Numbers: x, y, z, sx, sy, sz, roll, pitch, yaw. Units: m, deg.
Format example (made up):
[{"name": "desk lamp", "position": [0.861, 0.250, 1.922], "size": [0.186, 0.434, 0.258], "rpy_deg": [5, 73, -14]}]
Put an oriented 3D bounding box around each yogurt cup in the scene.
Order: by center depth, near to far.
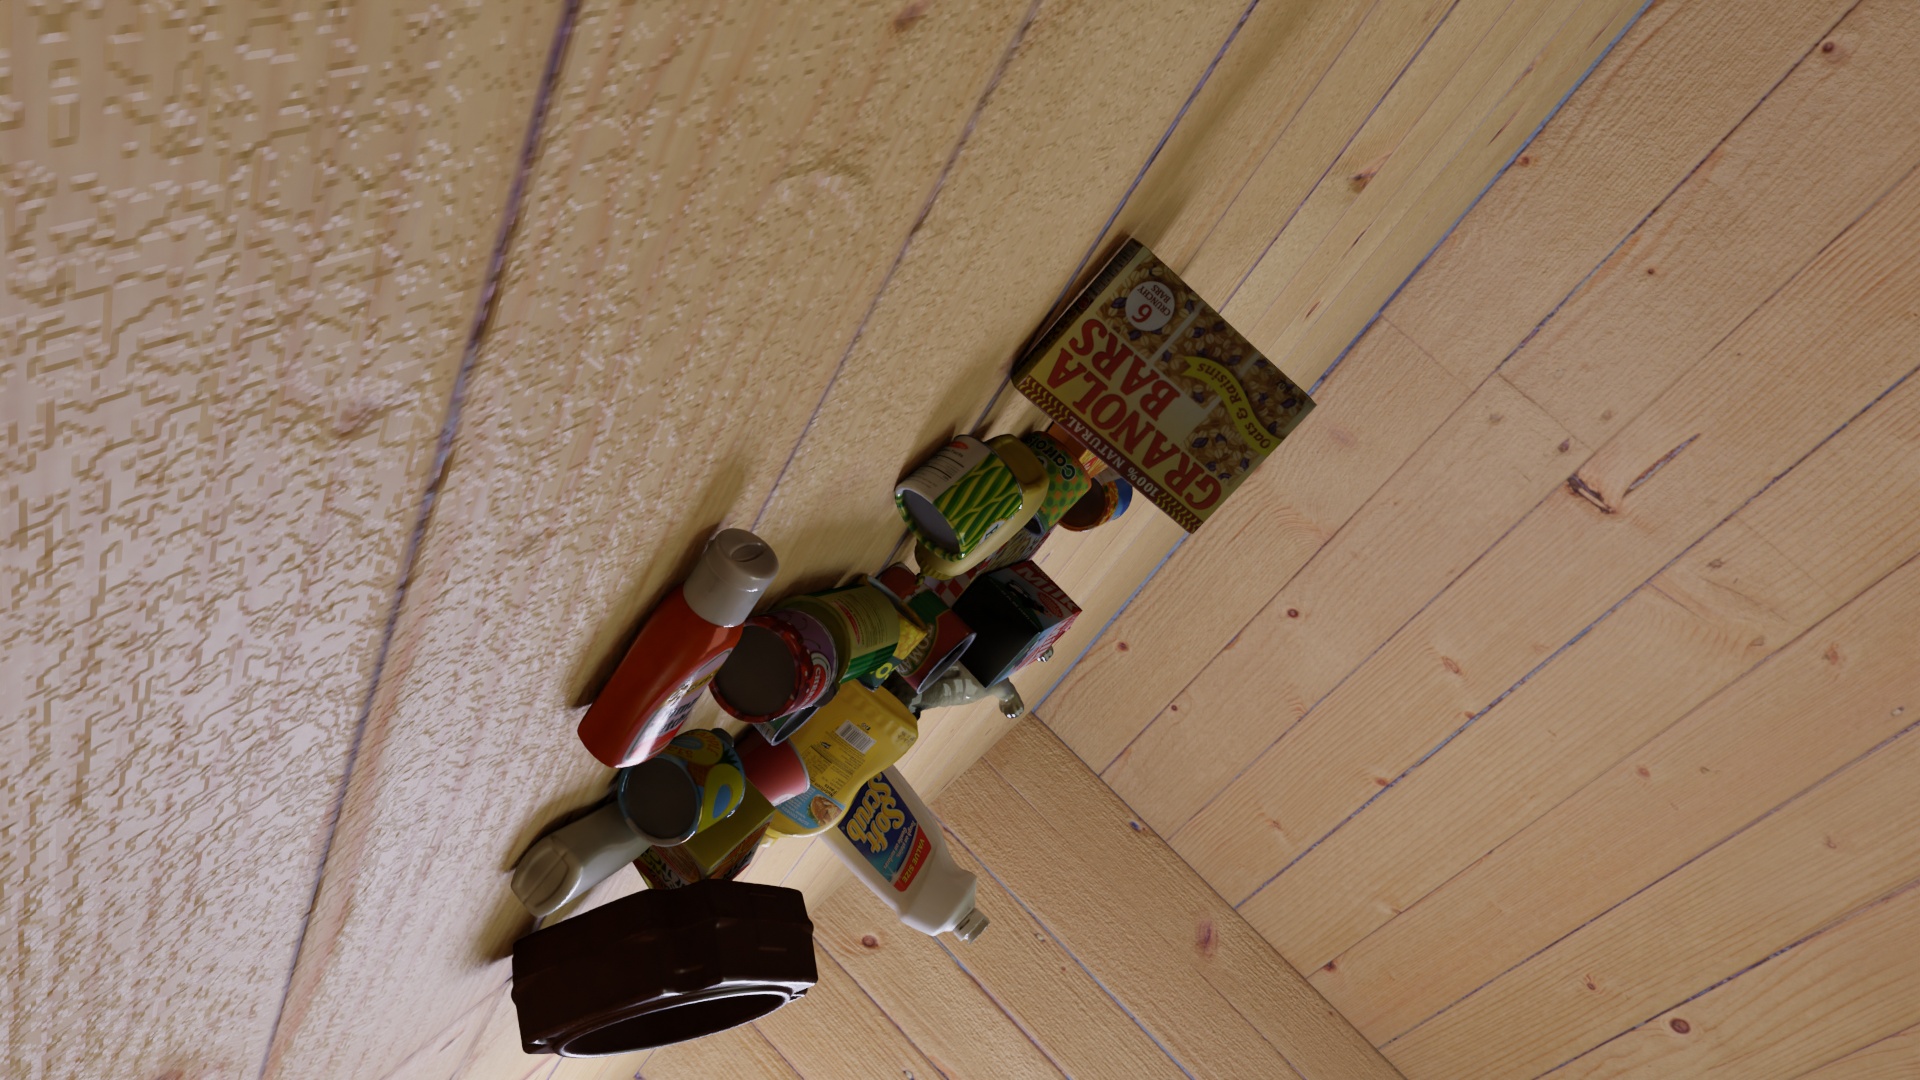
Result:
[{"name": "yogurt cup", "position": [-0.163, 0.188, 1.130], "size": [0.054, 0.072, 0.072], "rpy_deg": [-31, 163, -29]}]

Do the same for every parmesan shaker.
[{"name": "parmesan shaker", "position": [-0.087, 0.069, 0.947], "size": [0.071, 0.071, 0.103], "rpy_deg": [-48, 170, 12]}]

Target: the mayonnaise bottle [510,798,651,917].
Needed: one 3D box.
[{"name": "mayonnaise bottle", "position": [-0.238, 0.203, 0.948], "size": [0.064, 0.041, 0.148], "rpy_deg": [-48, 171, 20]}]

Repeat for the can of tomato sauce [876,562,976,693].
[{"name": "can of tomato sauce", "position": [-0.040, 0.069, 1.099], "size": [0.071, 0.083, 0.071], "rpy_deg": [-44, 169, -10]}]

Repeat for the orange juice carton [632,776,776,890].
[{"name": "orange juice carton", "position": [-0.211, 0.243, 1.117], "size": [0.072, 0.073, 0.191], "rpy_deg": [-40, 168, -32]}]

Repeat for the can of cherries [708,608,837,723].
[{"name": "can of cherries", "position": [-0.116, 0.079, 0.870], "size": [0.071, 0.071, 0.058], "rpy_deg": [-48, 169, 13]}]

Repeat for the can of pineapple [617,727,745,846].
[{"name": "can of pineapple", "position": [-0.187, 0.164, 0.932], "size": [0.070, 0.071, 0.058], "rpy_deg": [-50, 169, 19]}]

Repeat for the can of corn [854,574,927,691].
[{"name": "can of corn", "position": [-0.066, 0.069, 1.034], "size": [0.058, 0.071, 0.071], "rpy_deg": [-48, 170, 4]}]

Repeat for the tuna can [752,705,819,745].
[{"name": "tuna can", "position": [-0.132, 0.124, 1.085], "size": [0.071, 0.033, 0.071], "rpy_deg": [-44, 170, -10]}]

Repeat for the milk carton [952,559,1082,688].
[{"name": "milk carton", "position": [0.052, 0.071, 1.282], "size": [0.073, 0.072, 0.191], "rpy_deg": [-48, 170, 17]}]

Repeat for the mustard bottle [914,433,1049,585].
[{"name": "mustard bottle", "position": [0.004, -0.013, 1.030], "size": [0.049, 0.065, 0.159], "rpy_deg": [-28, 166, -44]}]

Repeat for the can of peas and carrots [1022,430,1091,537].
[{"name": "can of peas and carrots", "position": [0.062, -0.047, 1.115], "size": [0.059, 0.071, 0.070], "rpy_deg": [-44, 170, -13]}]

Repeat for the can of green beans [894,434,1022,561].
[{"name": "can of green beans", "position": [-0.002, -0.028, 0.928], "size": [0.058, 0.071, 0.071], "rpy_deg": [-41, 169, -23]}]

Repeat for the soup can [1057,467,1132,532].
[{"name": "soup can", "position": [0.128, -0.043, 1.385], "size": [0.071, 0.071, 0.084], "rpy_deg": [-50, 168, 21]}]

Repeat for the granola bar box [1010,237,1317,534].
[{"name": "granola bar box", "position": [0.135, -0.101, 0.931], "size": [0.124, 0.165, 0.039], "rpy_deg": [-48, -161, 12]}]

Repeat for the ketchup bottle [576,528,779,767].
[{"name": "ketchup bottle", "position": [-0.147, 0.056, 0.736], "size": [0.148, 0.043, 0.065], "rpy_deg": [-52, 168, 29]}]

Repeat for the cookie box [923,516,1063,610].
[{"name": "cookie box", "position": [0.033, 0.005, 1.266], "size": [0.168, 0.040, 0.122], "rpy_deg": [-35, 165, -48]}]

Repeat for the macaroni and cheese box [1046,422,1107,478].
[{"name": "macaroni and cheese box", "position": [0.122, -0.097, 1.232], "size": [0.167, 0.040, 0.123], "rpy_deg": [-32, 163, -53]}]
